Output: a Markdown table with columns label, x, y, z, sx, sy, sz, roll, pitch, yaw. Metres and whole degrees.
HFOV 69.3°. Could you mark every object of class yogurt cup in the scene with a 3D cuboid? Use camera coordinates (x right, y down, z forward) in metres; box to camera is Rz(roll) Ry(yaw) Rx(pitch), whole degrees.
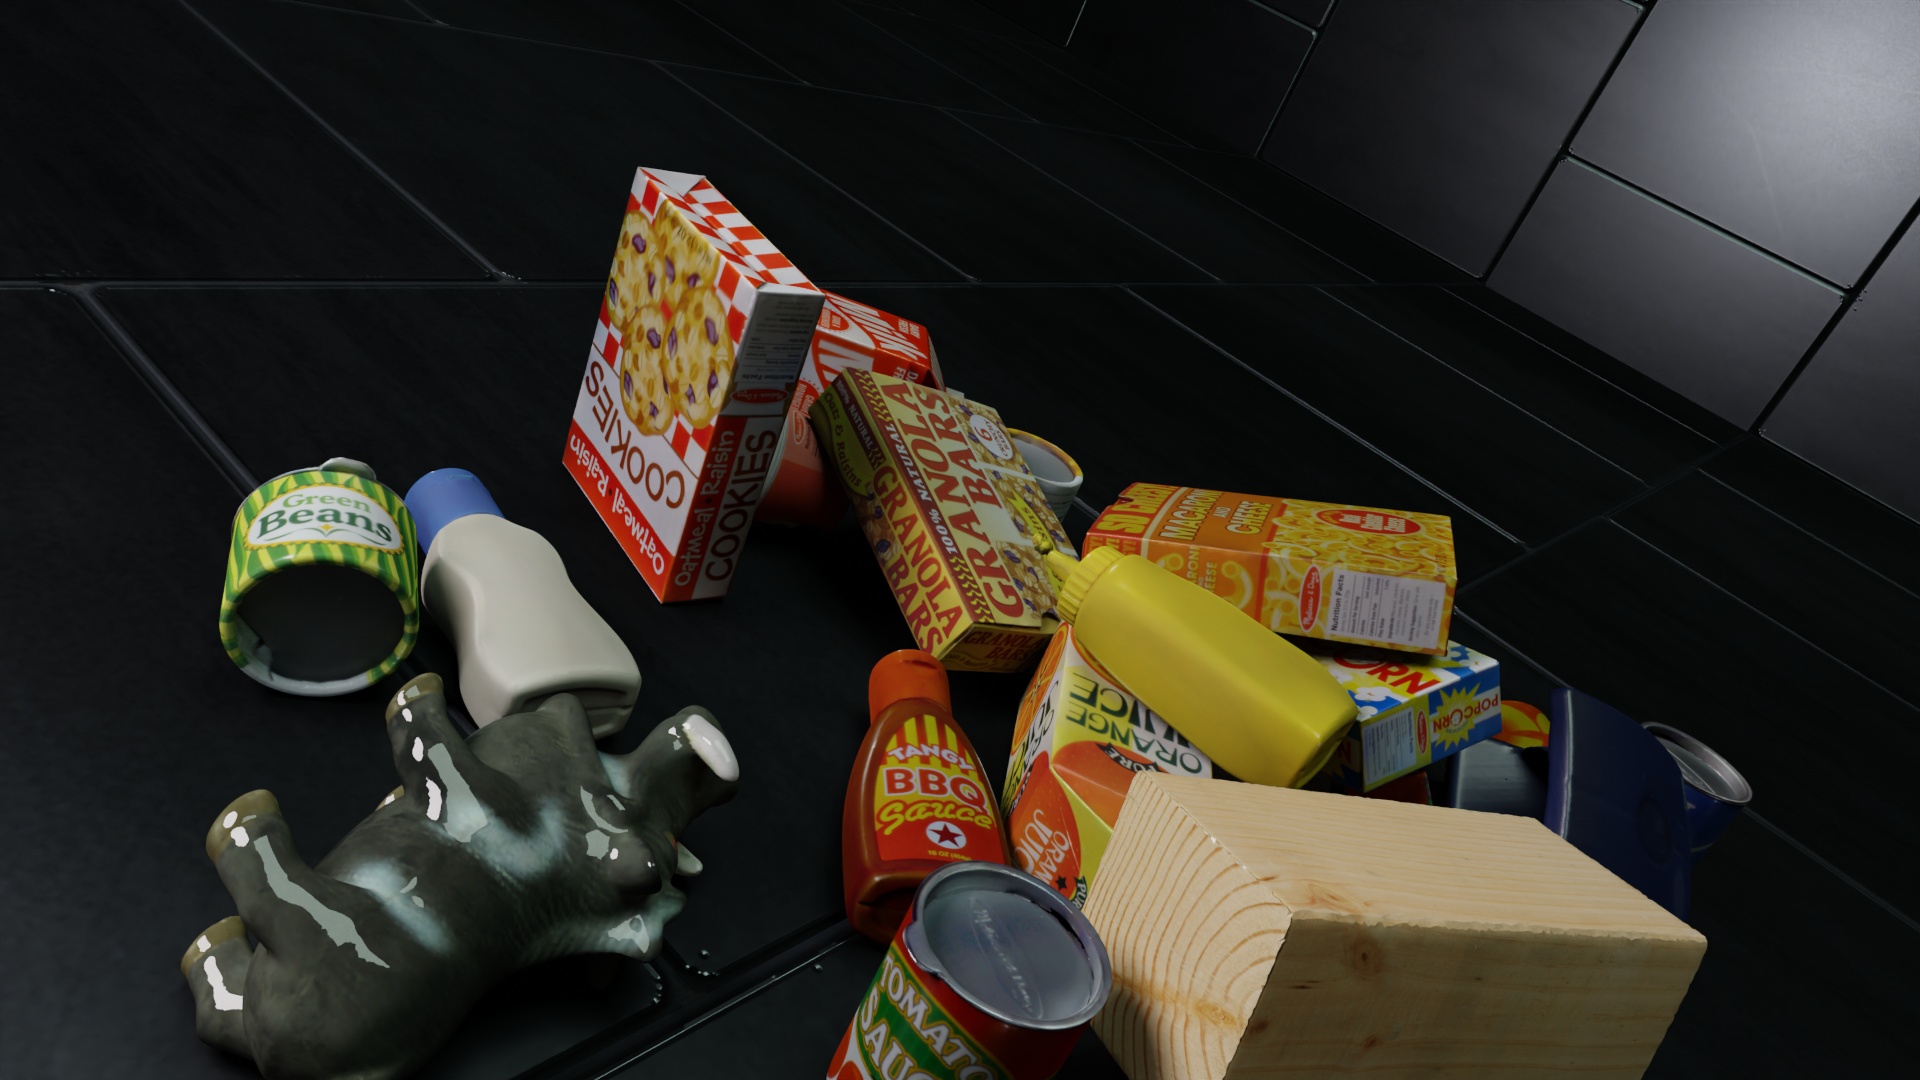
| label | x | y | z | sx | sy | sz | roll | pitch | yaw |
| --- | --- | --- | --- | --- | --- | --- | --- | --- | --- |
| yogurt cup | -0.089 | -0.037 | 0.748 | 0.054 | 0.072 | 0.073 | 20 | 25 | -28 |

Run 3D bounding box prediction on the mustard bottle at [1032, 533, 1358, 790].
| label | x | y | z | sx | sy | sz | roll | pitch | yaw |
| --- | --- | --- | --- | --- | --- | --- | --- | --- | --- |
| mustard bottle | 0.092 | 0.045 | 0.604 | 0.160 | 0.048 | 0.065 | 37 | 28 | 26 |

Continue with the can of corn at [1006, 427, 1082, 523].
| label | x | y | z | sx | sy | sz | roll | pitch | yaw |
| --- | --- | --- | --- | --- | --- | --- | --- | --- | --- |
| can of corn | 0.031 | -0.029 | 0.840 | 0.071 | 0.058 | 0.071 | 20 | 26 | -10 |

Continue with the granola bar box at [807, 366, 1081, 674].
| label | x | y | z | sx | sy | sz | roll | pitch | yaw |
| --- | --- | --- | --- | --- | --- | --- | --- | --- | --- |
| granola bar box | 0.003 | -0.009 | 0.729 | 0.124 | 0.039 | 0.166 | 10 | 45 | -49 |

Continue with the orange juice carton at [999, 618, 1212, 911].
| label | x | y | z | sx | sy | sz | roll | pitch | yaw |
| --- | --- | --- | --- | --- | --- | --- | --- | --- | --- |
| orange juice carton | 0.061 | 0.107 | 0.600 | 0.073 | 0.071 | 0.193 | 23 | 26 | -2 |

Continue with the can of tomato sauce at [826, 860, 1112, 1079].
| label | x | y | z | sx | sy | sz | roll | pitch | yaw |
| --- | --- | --- | --- | --- | --- | --- | --- | --- | --- |
| can of tomato sauce | -0.001 | 0.156 | 0.443 | 0.071 | 0.082 | 0.071 | 20 | 26 | -10 |

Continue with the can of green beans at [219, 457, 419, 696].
| label | x | y | z | sx | sy | sz | roll | pitch | yaw |
| --- | --- | --- | --- | --- | --- | --- | --- | --- | --- |
| can of green beans | -0.238 | 0.016 | 0.519 | 0.071 | 0.071 | 0.058 | 10 | 30 | -28 |

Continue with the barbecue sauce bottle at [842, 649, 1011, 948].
| label | x | y | z | sx | sy | sz | roll | pitch | yaw |
| --- | --- | --- | --- | --- | --- | --- | --- | --- | --- |
| barbecue sauce bottle | -0.017 | 0.102 | 0.574 | 0.065 | 0.043 | 0.149 | 13 | 28 | -14 |

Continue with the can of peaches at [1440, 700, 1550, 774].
| label | x | y | z | sx | sy | sz | roll | pitch | yaw |
| --- | --- | --- | --- | --- | --- | --- | --- | --- | --- |
| can of peaches | 0.311 | 0.131 | 0.773 | 0.071 | 0.071 | 0.058 | 18 | 26 | -13 |

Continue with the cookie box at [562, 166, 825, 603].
| label | x | y | z | sx | sy | sz | roll | pitch | yaw |
| --- | --- | --- | --- | --- | --- | --- | --- | --- | --- |
| cookie box | -0.131 | -0.072 | 0.659 | 0.040 | 0.166 | 0.123 | -4 | 38 | -40 |

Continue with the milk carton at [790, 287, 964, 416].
| label | x | y | z | sx | sy | sz | roll | pitch | yaw |
| --- | --- | --- | --- | --- | --- | --- | --- | --- | --- |
| milk carton | -0.083 | -0.109 | 0.874 | 0.191 | 0.073 | 0.073 | 18 | 27 | -15 |

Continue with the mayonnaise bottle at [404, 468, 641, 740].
| label | x | y | z | sx | sy | sz | roll | pitch | yaw |
| --- | --- | --- | --- | --- | --- | --- | --- | --- | --- |
| mayonnaise bottle | -0.189 | 0.024 | 0.575 | 0.065 | 0.041 | 0.148 | 1 | 34 | -43 |

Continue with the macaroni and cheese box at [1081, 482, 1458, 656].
| label | x | y | z | sx | sy | sz | roll | pitch | yaw |
| --- | --- | --- | --- | --- | --- | --- | --- | --- | --- |
| macaroni and cheese box | 0.153 | 0.008 | 0.682 | 0.166 | 0.040 | 0.124 | 8 | 16 | 16 |

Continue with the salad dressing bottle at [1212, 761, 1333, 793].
| label | x | y | z | sx | sy | sz | roll | pitch | yaw |
| --- | --- | --- | --- | --- | --- | --- | --- | --- | --- |
| salad dressing bottle | 0.128 | 0.087 | 0.728 | 0.064 | 0.043 | 0.148 | -6 | 38 | -37 |

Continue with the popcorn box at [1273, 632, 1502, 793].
| label | x | y | z | sx | sy | sz | roll | pitch | yaw |
| --- | --- | --- | --- | --- | --- | --- | --- | --- | --- |
| popcorn box | 0.178 | 0.065 | 0.660 | 0.085 | 0.038 | 0.127 | -16 | 23 | -24 |

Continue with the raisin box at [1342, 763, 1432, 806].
| label | x | y | z | sx | sy | sz | roll | pitch | yaw |
| --- | --- | --- | --- | --- | --- | --- | --- | --- | --- |
| raisin box | 0.210 | 0.119 | 0.688 | 0.040 | 0.085 | 0.124 | -11 | 21 | 16 |

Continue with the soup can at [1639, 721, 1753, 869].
| label | x | y | z | sx | sy | sz | roll | pitch | yaw |
| --- | --- | --- | --- | --- | --- | --- | --- | --- | --- |
| soup can | 0.384 | 0.154 | 0.777 | 0.071 | 0.083 | 0.072 | 20 | 26 | -10 |
